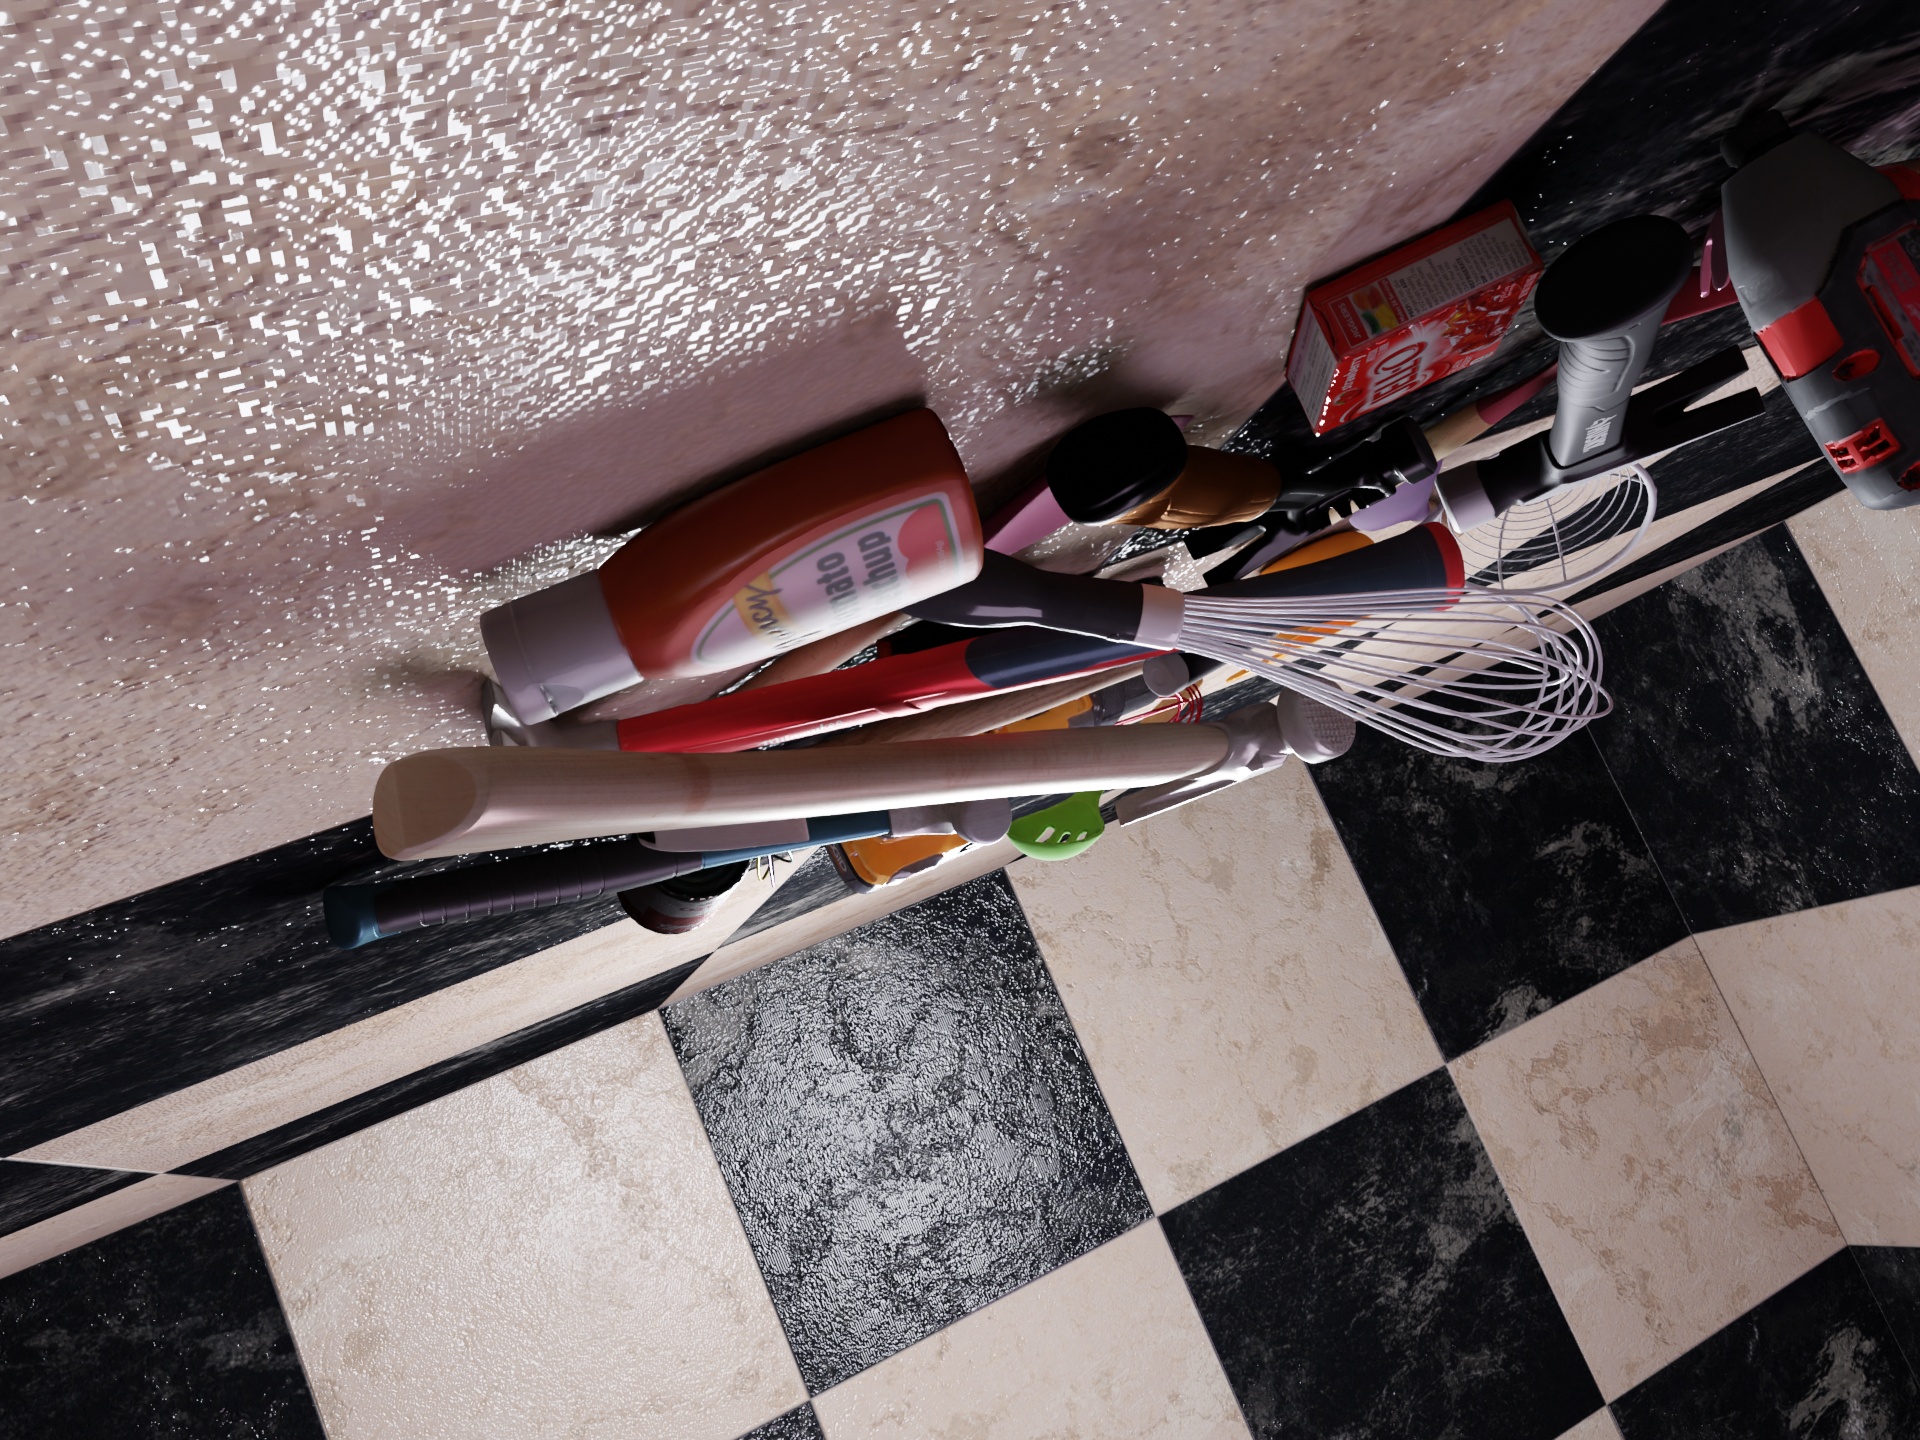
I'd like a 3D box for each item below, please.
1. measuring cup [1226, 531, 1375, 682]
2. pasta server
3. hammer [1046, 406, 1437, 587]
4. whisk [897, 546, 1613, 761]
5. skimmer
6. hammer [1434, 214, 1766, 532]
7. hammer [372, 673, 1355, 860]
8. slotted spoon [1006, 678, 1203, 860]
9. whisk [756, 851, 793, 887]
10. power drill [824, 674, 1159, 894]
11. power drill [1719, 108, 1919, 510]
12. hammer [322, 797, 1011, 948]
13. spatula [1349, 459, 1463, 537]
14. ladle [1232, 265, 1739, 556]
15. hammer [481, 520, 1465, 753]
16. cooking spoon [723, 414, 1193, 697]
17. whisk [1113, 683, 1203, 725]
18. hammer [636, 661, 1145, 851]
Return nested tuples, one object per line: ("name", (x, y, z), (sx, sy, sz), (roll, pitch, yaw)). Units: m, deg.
("measuring cup", (0.213, -0.072, 1.047), (0.095, 0.052, 0.173), (-19, 172, -26))
("pasta server", (0.412, -0.225, 0.684), (0.316, 0.040, 0.060), (-19, -173, -35))
("hammer", (0.105, -0.090, 0.643), (0.127, 0.034, 0.337), (-29, 173, 25))
("whisk", (0.103, -0.032, 0.580), (0.284, 0.070, 0.070), (9, 166, -7))
("skimmer", (0.245, -0.068, 0.858), (0.363, 0.090, 0.127), (-28, 160, -35))
("hammer", (0.257, -0.135, 0.628), (0.146, 0.035, 0.334), (-22, 172, 17))
("hammer", (-0.026, 0.024, 0.634), (0.410, 0.038, 0.146), (-3, 165, -39))
("slotted spoon", (0.126, 0.031, 1.237), (0.070, 0.031, 0.314), (7, -151, 30))
("whisk", (-0.124, 0.059, 1.001), (0.047, 0.051, 0.245), (-43, 172, -14))
("power drill", (0.019, 0.023, 1.028), (0.185, 0.084, 0.226), (-20, 167, -33))
("power drill", (0.373, -0.181, 0.554), (0.219, 0.143, 0.078), (-29, 176, -9))
("hammer", (-0.148, 0.069, 0.810), (0.331, 0.033, 0.128), (-9, -174, -22))
("spatula", (0.291, -0.131, 0.992), (0.059, 0.018, 0.316), (-45, 165, 19))
("ladle", (0.241, -0.140, 0.788), (0.069, 0.031, 0.315), (-22, 174, -38))
("hammer", (0.013, -0.025, 0.625), (0.386, 0.038, 0.143), (-13, 169, -3))
("cooking spoon", (-0.033, -0.045, 0.660), (0.319, 0.017, 0.068), (-31, 174, 37))
("whisk", (0.038, 0.030, 1.180), (0.296, 0.073, 0.073), (-19, 172, 5))
("hammer", (-0.001, -0.003, 0.789), (0.331, 0.031, 0.130), (-20, -167, -19))
